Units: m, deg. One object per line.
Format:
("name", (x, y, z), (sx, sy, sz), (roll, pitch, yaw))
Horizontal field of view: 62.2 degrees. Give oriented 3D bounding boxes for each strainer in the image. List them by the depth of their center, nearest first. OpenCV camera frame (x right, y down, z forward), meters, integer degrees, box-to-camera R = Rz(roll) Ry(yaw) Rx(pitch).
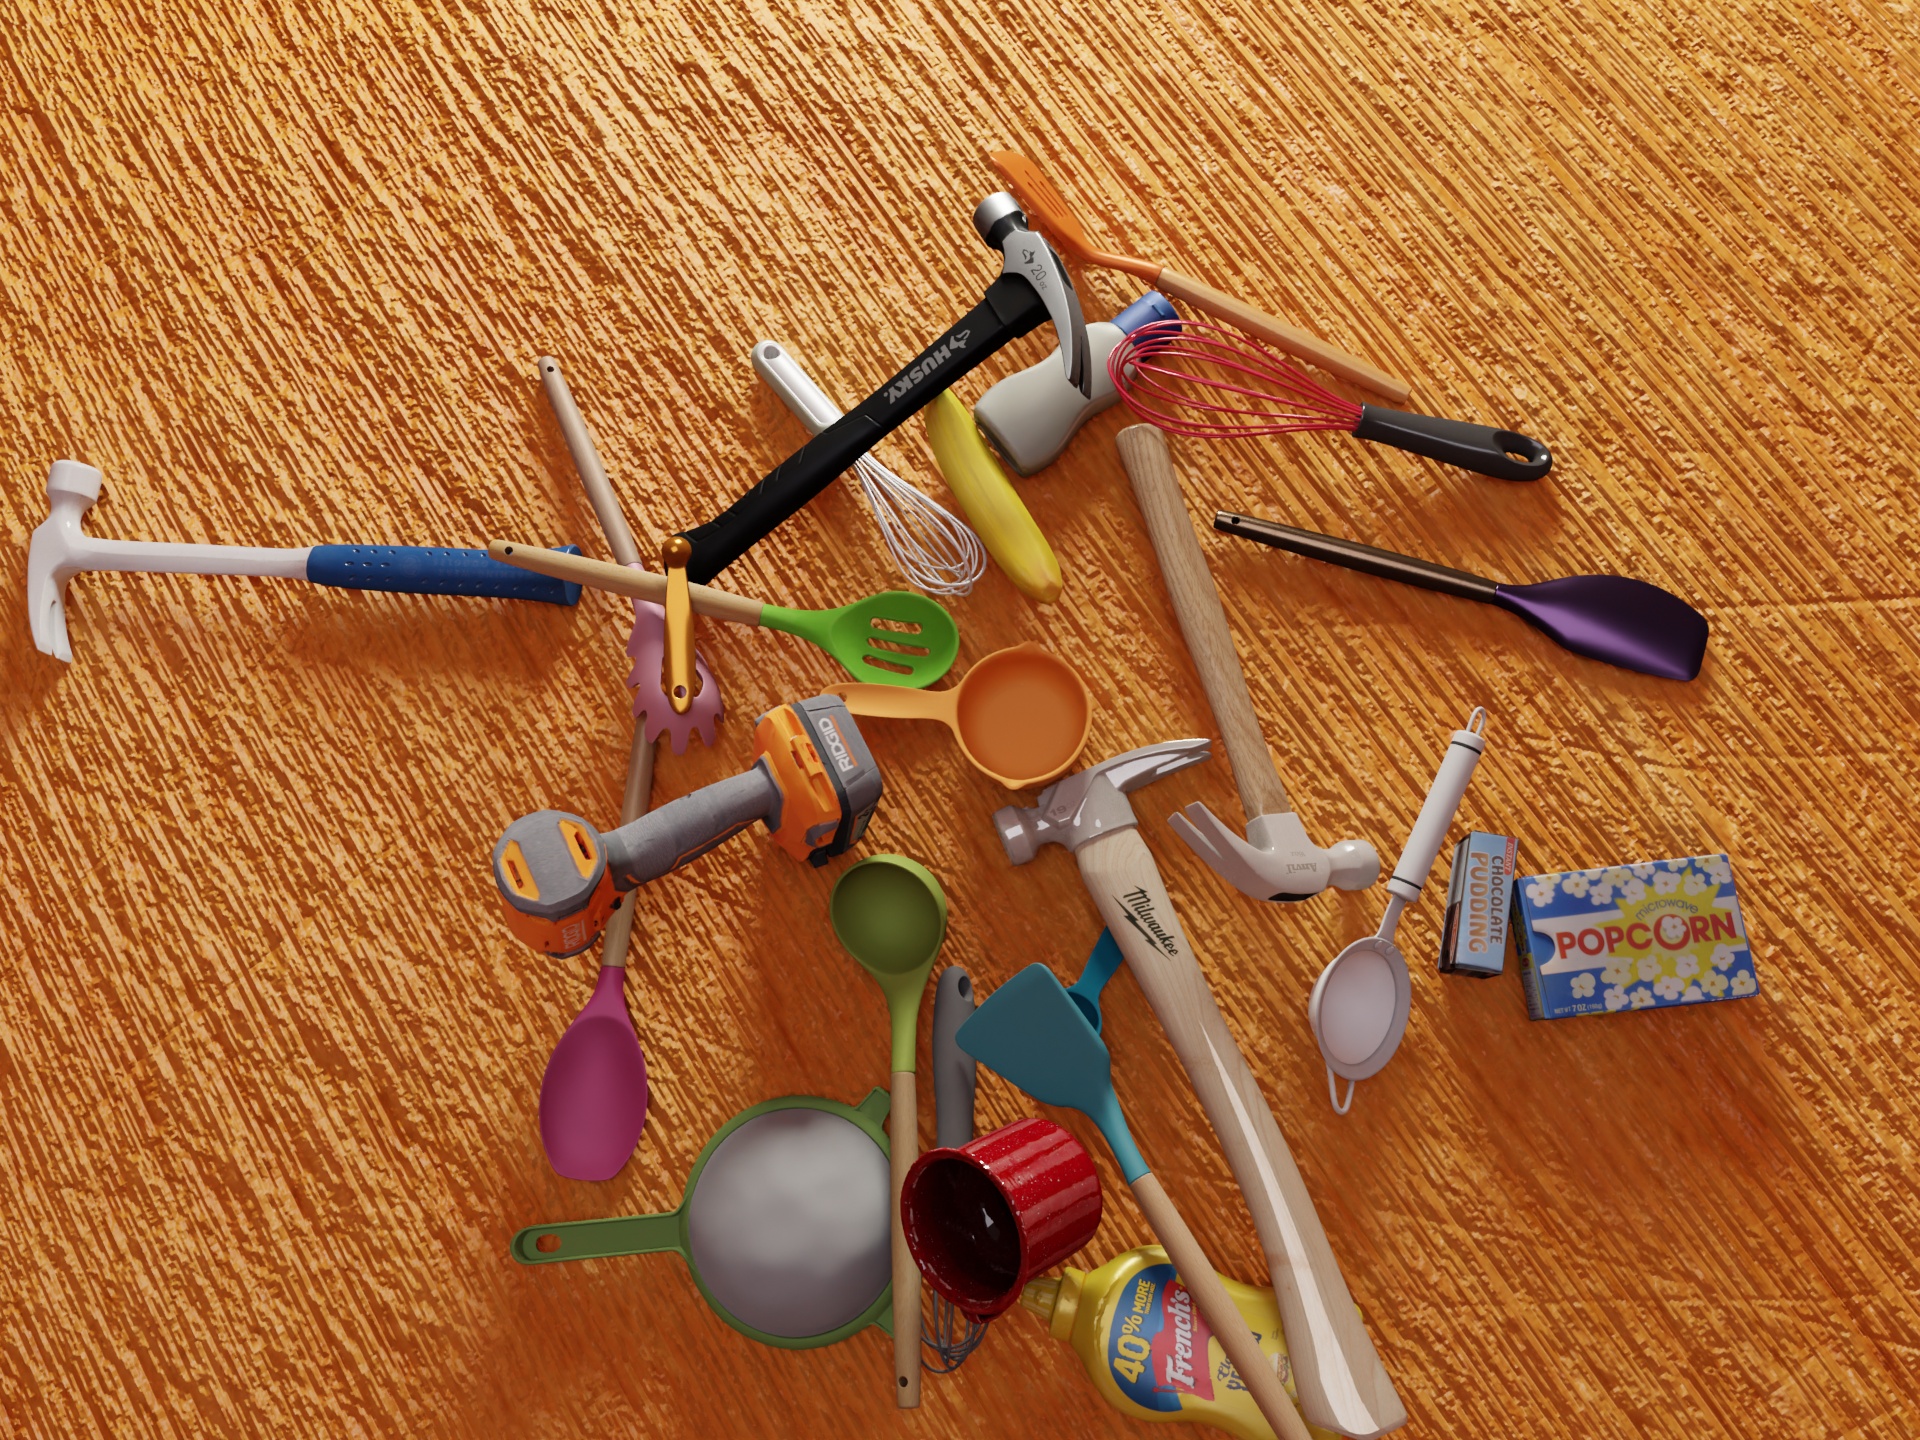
("strainer", (0.263, 0.109, 0.958), (0.050, 0.086, 0.258), (19, 82, 54))
("strainer", (-0.155, 0.309, 0.963), (0.256, 0.069, 0.151), (-7, 76, 4))

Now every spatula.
("spatula", (0.109, 0.286, 0.903), (0.082, 0.044, 0.318), (-46, 62, 24))
("spatula", (0.318, -0.091, 1.022), (0.316, 0.018, 0.060), (16, 78, 9))
("spatula", (0.161, -0.298, 1.076), (0.322, 0.081, 0.041), (29, 116, 8))

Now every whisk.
("whisk", (-0.006, 0.269, 0.967), (0.055, 0.055, 0.239), (-2, 72, 7))
("whisk", (0.239, -0.199, 1.033), (0.296, 0.073, 0.073), (13, 79, 1))
("whisk", (-0.067, -0.175, 1.077), (0.058, 0.059, 0.246), (-33, 69, -20))

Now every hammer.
("hammer", (0.160, 0.205, 0.932), (0.146, 0.038, 0.411), (-23, 66, -1))
("hammer", (0.157, -0.043, 1.004), (0.130, 0.031, 0.332), (-2, 65, -32))
("hammer", (-0.064, -0.184, 1.034), (0.334, 0.035, 0.146), (-36, 66, 17))
("hammer", (-0.465, -0.104, 1.117), (0.405, 0.035, 0.144), (3, 77, 8))

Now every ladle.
("ladle", (-0.040, 0.235, 0.946), (0.078, 0.062, 0.320), (-13, 64, 24))

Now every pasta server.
("pasta server", (-0.235, -0.122, 1.092), (0.060, 0.040, 0.316), (-17, 67, -23))

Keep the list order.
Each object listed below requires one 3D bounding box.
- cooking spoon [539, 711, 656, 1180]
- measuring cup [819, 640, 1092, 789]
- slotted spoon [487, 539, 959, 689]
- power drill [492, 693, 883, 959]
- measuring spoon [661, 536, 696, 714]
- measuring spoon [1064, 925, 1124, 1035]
("cooking spoon", (-0.223, 0.135, 1.039), (0.069, 0.017, 0.319), (5, 78, 0))
("measuring cup", (-0.002, -0.003, 1.022), (0.173, 0.052, 0.095), (6, 80, 7))
("slotted spoon", (-0.155, -0.078, 1.047), (0.313, 0.031, 0.070), (13, 78, -2))
("power drill", (-0.170, 0.076, 0.977), (0.226, 0.164, 0.084), (-23, 74, -20))
("measuring spoon", (-0.182, -0.062, 1.025), (0.021, 0.011, 0.117), (-2, 85, -2))
("measuring spoon", (0.090, 0.155, 0.998), (0.042, 0.021, 0.129), (28, 73, 18))
